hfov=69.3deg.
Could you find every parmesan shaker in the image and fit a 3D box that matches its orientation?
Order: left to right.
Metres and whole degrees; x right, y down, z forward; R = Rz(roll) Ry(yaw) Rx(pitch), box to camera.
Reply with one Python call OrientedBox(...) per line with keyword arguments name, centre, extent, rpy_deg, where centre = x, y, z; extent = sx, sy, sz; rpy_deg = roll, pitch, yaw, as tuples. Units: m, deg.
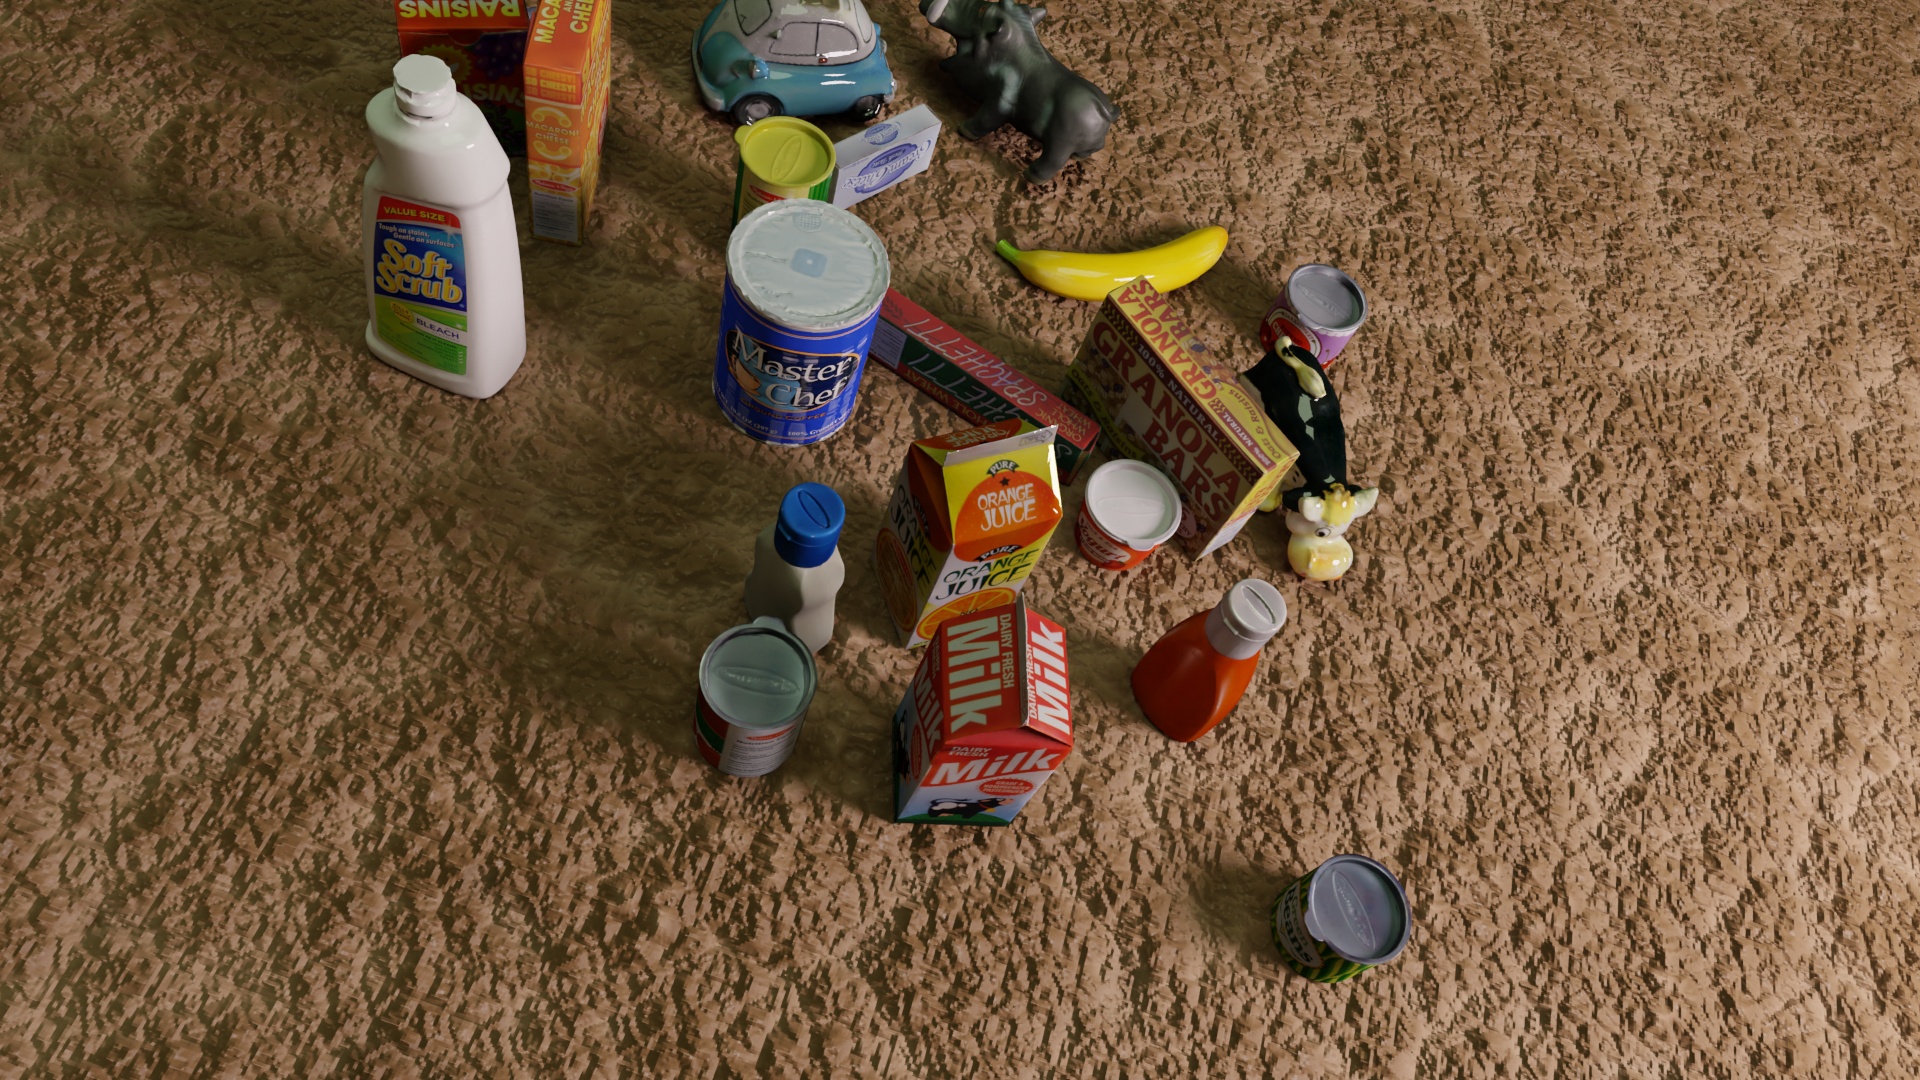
OrientedBox(name="parmesan shaker", centre=(-0.132, -0.244, 0.997), extent=(0.071, 0.102, 0.071), rpy_deg=(6, 60, -11))

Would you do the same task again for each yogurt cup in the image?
OrientedBox(name="yogurt cup", centre=(0.112, -0.015, 0.959), extent=(0.072, 0.053, 0.073), rpy_deg=(6, 60, -11))

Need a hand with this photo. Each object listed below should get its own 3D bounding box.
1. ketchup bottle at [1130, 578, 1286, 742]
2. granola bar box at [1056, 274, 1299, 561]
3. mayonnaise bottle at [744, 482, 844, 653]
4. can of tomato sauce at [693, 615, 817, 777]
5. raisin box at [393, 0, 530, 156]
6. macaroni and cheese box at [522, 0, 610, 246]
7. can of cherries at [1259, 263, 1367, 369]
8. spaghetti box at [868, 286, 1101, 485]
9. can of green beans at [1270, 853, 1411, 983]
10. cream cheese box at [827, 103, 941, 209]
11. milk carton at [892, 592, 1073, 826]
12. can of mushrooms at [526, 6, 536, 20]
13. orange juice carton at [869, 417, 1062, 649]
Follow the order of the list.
OrientedBox(name="ketchup bottle", centre=(0.155, 0.073, 0.865), extent=(0.044, 0.148, 0.065), rpy_deg=(-30, 72, -27))
OrientedBox(name="granola bar box", centre=(0.145, -0.082, 0.965), extent=(0.039, 0.123, 0.166), rpy_deg=(-29, 72, -27))
OrientedBox(name="mayonnaise bottle", centre=(-0.097, 0.018, 0.831), extent=(0.041, 0.147, 0.065), rpy_deg=(-30, 72, -27))
OrientedBox(name="can of tomato sauce", centre=(-0.123, 0.093, 0.819), extent=(0.071, 0.082, 0.071), rpy_deg=(6, 60, -11))
OrientedBox(name="raisin box", centre=(-0.345, -0.324, 0.975), extent=(0.086, 0.122, 0.040), rpy_deg=(-8, 64, -18))
OrientedBox(name="macaroni and cheese box", centre=(-0.271, -0.305, 0.959), extent=(0.040, 0.165, 0.124), rpy_deg=(8, 60, -10))
OrientedBox(name="can of cherries", centre=(0.274, -0.172, 1.088), extent=(0.071, 0.058, 0.072), rpy_deg=(6, 60, -11))
OrientedBox(name="spaghetti box", centre=(-0.013, -0.126, 0.992), extent=(0.250, 0.050, 0.029), rpy_deg=(34, 59, 6))
OrientedBox(name="can of green beans", centre=(0.231, 0.231, 0.848), extent=(0.071, 0.057, 0.071), rpy_deg=(6, 60, -11))
OrientedBox(name="cream cheese box", centre=(-0.064, -0.294, 1.072), extent=(0.104, 0.053, 0.024), rpy_deg=(-34, 74, -28))
OrientedBox(name="milk carton", centre=(0.013, 0.101, 0.787), extent=(0.073, 0.189, 0.072), rpy_deg=(4, 61, -12))
OrientedBox(name="can of mushrooms", centre=(-0.315, -0.377, 1.066), extent=(0.071, 0.033, 0.071), rpy_deg=(6, 60, -11))
OrientedBox(name="orange juice carton", centre=(0.003, -0.011, 0.847), extent=(0.072, 0.191, 0.073), rpy_deg=(-14, 66, -21))
